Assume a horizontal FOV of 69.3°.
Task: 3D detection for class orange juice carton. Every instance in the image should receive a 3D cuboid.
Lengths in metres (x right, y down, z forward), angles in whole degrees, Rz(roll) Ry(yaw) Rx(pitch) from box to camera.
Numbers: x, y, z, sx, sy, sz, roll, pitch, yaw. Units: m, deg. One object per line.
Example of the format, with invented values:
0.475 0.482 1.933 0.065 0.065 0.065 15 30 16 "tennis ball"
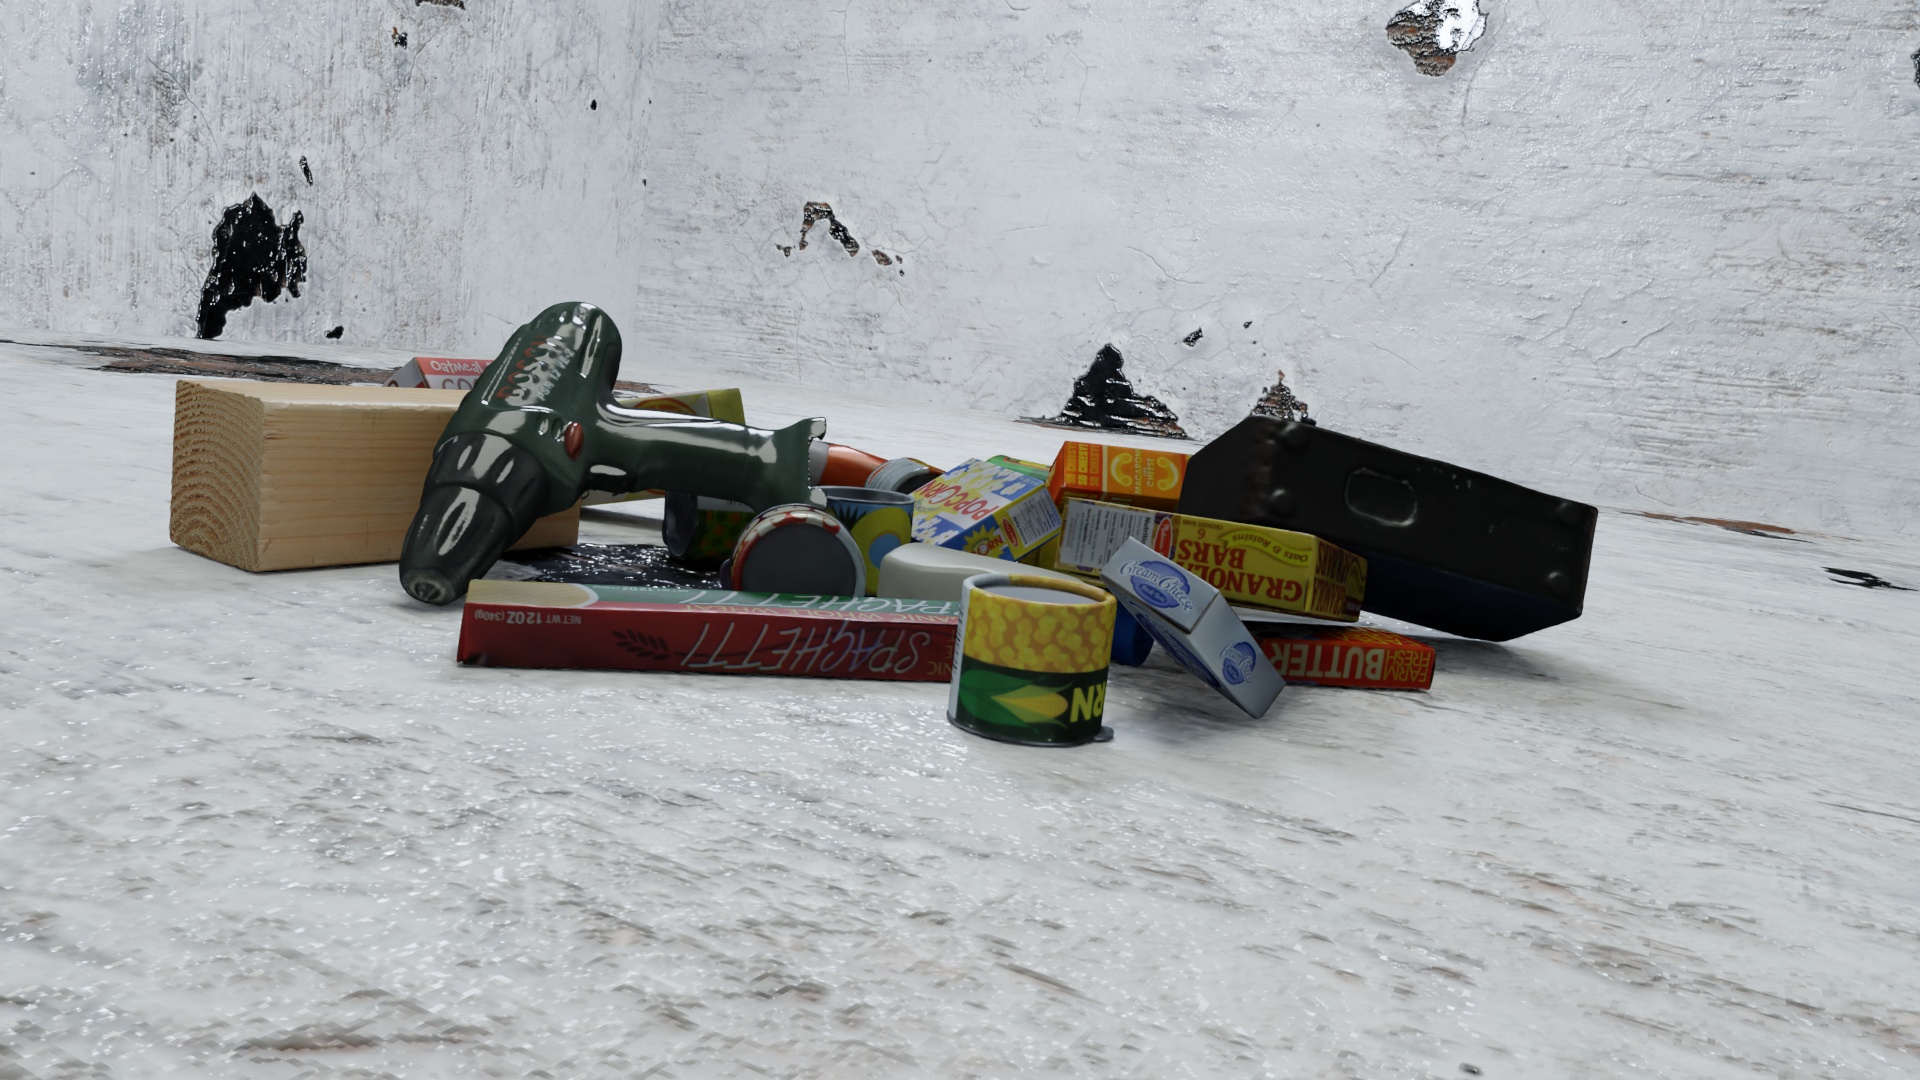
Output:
-0.256 -0.064 1.006 0.193 0.073 0.072 -6 7 11 "orange juice carton"

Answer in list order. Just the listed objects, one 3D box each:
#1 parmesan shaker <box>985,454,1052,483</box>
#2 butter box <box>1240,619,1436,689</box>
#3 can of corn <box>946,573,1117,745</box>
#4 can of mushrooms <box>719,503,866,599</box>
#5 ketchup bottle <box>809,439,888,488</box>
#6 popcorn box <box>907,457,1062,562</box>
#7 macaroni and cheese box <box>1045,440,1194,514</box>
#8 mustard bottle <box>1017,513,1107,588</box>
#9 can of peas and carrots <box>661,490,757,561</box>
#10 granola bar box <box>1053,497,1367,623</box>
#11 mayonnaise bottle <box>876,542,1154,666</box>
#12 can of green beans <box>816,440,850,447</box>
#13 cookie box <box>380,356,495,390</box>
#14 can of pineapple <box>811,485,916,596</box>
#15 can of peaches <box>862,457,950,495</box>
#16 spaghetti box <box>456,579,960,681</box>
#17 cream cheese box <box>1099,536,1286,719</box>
0.066 -0.026 1.100 0.103 0.071 0.071 14 11 43 "parmesan shaker"
0.194 0.060 0.742 0.103 0.024 0.053 4 7 -15 "butter box"
0.032 0.049 0.582 0.071 0.058 0.071 6 8 -1 "can of corn"
-0.083 0.017 0.686 0.071 0.071 0.033 5 9 -12 "can of mushrooms"
-0.074 -0.047 1.086 0.149 0.043 0.064 18 -4 -16 "ketchup bottle"
0.003 -0.011 0.908 0.085 0.038 0.127 -32 19 -13 "popcorn box"
0.140 -0.019 0.985 0.167 0.040 0.123 6 -25 -7 "macaroni and cheese box"
0.089 0.008 0.931 0.160 0.048 0.065 7 3 2 "mustard bottle"
-0.151 -0.018 0.879 0.059 0.071 0.071 3 9 -28 "can of peas and carrots"
0.135 0.013 0.718 0.124 0.039 0.165 10 0 24 "granola bar box"
0.031 0.034 0.747 0.148 0.041 0.065 13 10 28 "mayonnaise bottle"
-0.131 -0.053 1.146 0.071 0.057 0.071 6 8 -1 "can of green beans"
-0.372 -0.086 1.038 0.122 0.040 0.168 -33 -10 25 "cookie box"
-0.064 0.000 0.842 0.071 0.057 0.071 6 8 -1 "can of pineapple"
-0.031 -0.022 0.998 0.071 0.071 0.058 3 8 -20 "can of peaches"
-0.095 0.042 0.633 0.250 0.028 0.050 4 10 -17 "spaghetti box"
0.104 0.040 0.612 0.053 0.024 0.103 35 -6 38 "cream cheese box"
